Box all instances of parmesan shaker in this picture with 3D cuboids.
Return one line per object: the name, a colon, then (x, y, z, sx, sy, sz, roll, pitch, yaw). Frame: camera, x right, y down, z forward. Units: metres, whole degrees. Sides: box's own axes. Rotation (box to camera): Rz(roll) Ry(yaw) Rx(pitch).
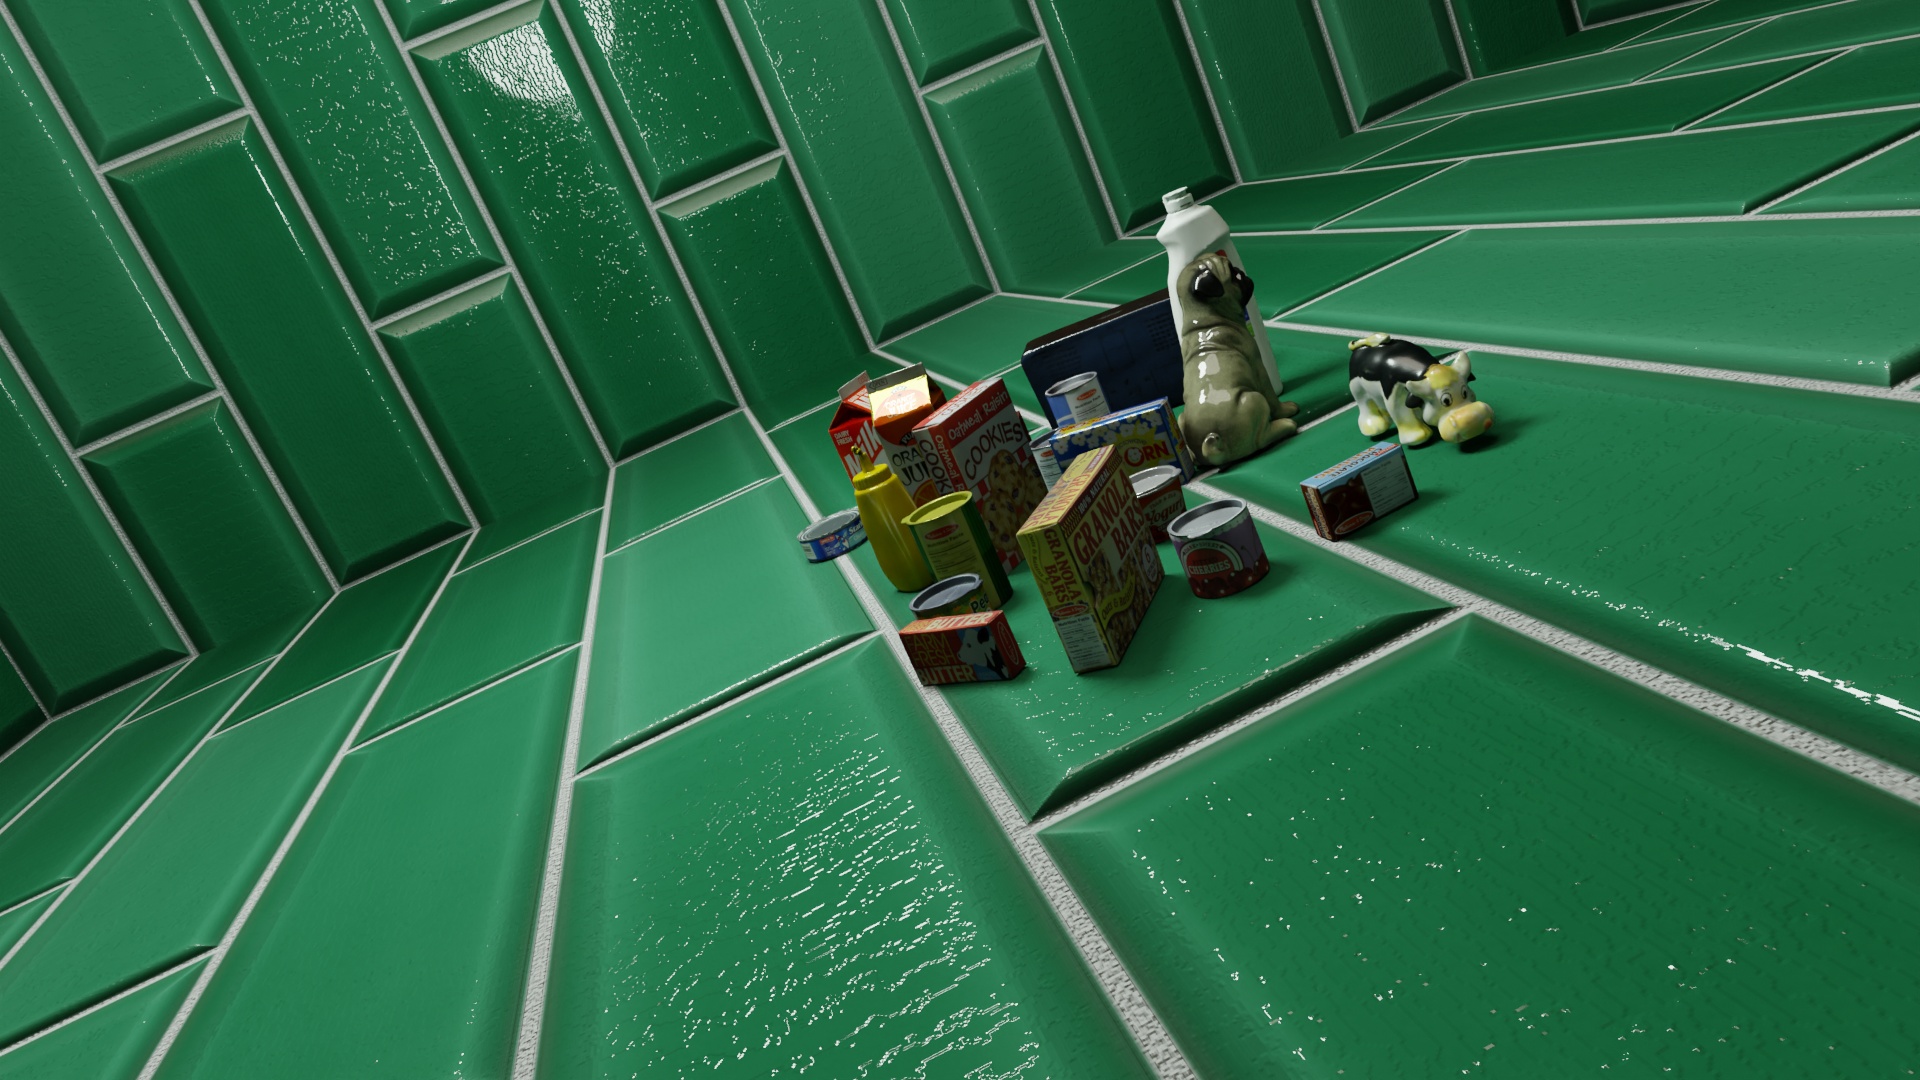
parmesan shaker: (-0.003, 0.015, 1.287, 0.071, 0.103, 0.071, -22, 15, 6)

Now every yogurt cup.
yogurt cup: (0.176, -0.031, 1.276, 0.072, 0.053, 0.072, -22, 16, 6)

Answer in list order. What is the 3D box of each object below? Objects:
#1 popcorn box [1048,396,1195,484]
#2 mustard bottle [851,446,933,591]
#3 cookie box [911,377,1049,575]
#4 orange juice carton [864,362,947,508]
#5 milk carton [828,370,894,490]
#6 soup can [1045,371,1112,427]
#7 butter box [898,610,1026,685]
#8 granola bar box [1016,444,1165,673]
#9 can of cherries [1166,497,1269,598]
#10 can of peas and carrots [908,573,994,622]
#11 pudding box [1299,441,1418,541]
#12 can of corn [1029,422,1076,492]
popcorn box: (0.165, -0.088, 1.419, 0.126, 0.085, 0.038, -15, 17, 28)
mustard bottle: (-0.072, -0.026, 1.416, 0.049, 0.160, 0.065, -34, 19, -35)
cookie box: (0.028, -0.063, 1.381, 0.040, 0.167, 0.123, -11, 19, 38)
orange juice carton: (-0.037, -0.100, 1.549, 0.072, 0.192, 0.073, -20, 16, 15)
milk carton: (-0.090, -0.102, 1.633, 0.073, 0.190, 0.073, -14, 18, 31)
soup can: (0.146, -0.150, 1.655, 0.071, 0.083, 0.071, -22, 15, 6)
butter box: (0.000, 0.089, 1.135, 0.103, 0.053, 0.024, -9, 21, 42)
granola bar box: (0.108, 0.011, 1.104, 0.039, 0.124, 0.166, -15, 17, 28)
can of cherries: (0.204, 0.007, 1.104, 0.071, 0.058, 0.072, -22, 16, 6)
can of peas and carrots: (-0.001, 0.068, 1.193, 0.071, 0.058, 0.071, -22, 16, 6)
pudding box: (0.319, -0.040, 1.111, 0.084, 0.049, 0.030, -27, 16, -11)
can of corn: (0.117, -0.092, 1.552, 0.071, 0.058, 0.071, -22, 16, 6)
